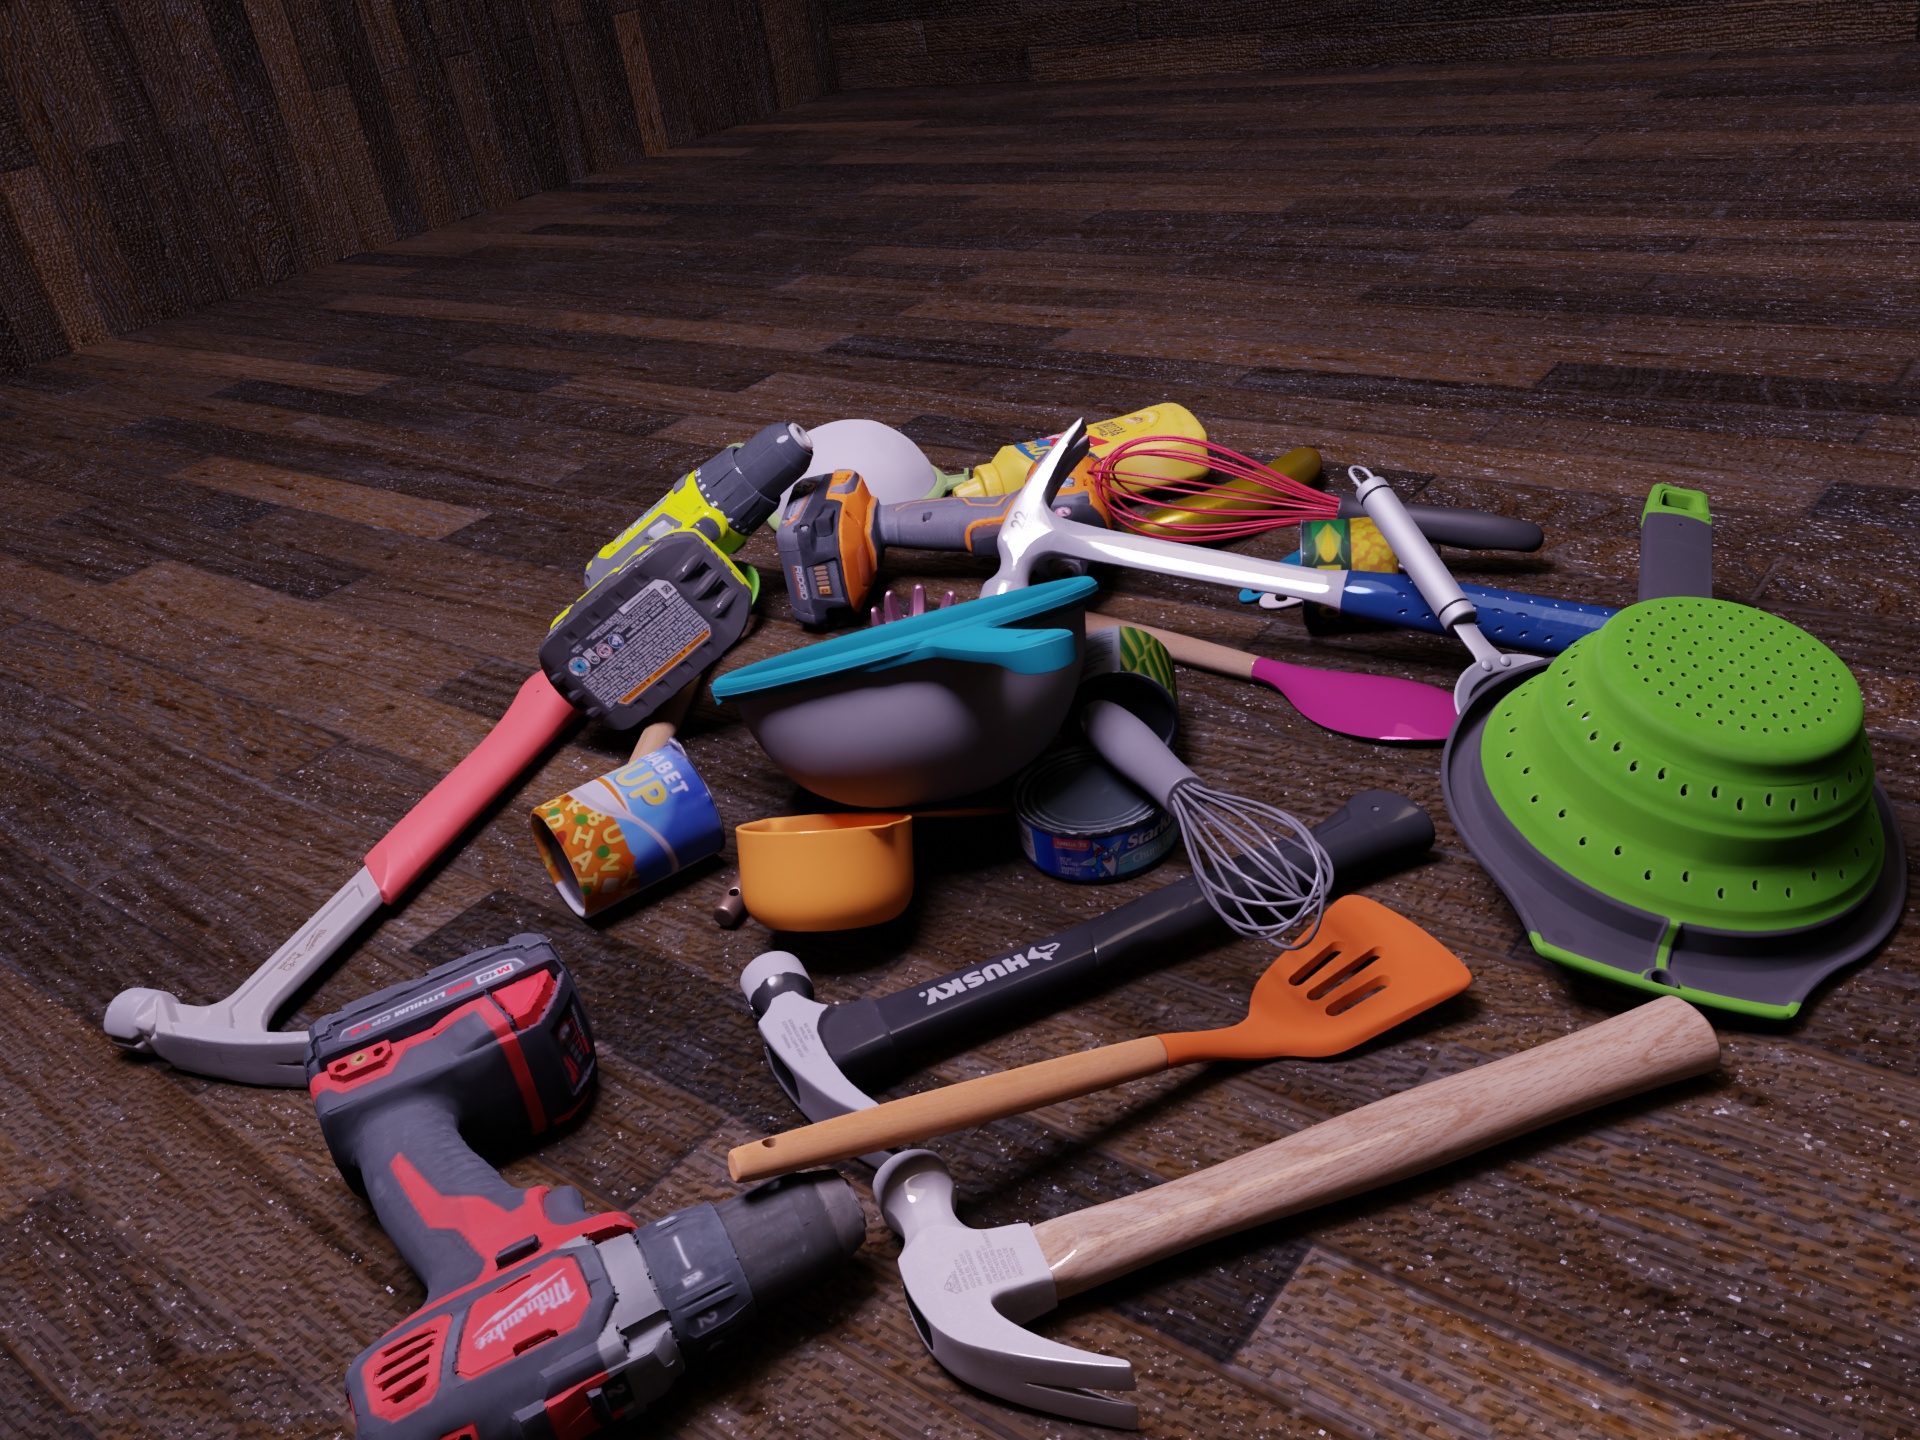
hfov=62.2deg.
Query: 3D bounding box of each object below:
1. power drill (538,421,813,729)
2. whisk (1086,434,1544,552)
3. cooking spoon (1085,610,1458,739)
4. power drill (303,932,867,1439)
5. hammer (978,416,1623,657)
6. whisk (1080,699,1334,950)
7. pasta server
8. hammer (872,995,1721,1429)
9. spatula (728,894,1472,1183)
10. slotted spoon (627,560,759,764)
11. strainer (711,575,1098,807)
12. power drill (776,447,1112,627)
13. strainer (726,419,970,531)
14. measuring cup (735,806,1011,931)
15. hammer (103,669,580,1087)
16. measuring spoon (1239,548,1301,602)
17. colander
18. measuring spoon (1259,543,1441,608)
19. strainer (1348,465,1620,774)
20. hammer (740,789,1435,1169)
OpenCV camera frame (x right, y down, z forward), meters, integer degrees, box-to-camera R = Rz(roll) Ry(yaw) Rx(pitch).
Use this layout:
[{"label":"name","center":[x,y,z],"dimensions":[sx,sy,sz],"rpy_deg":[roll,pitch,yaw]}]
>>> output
[{"label":"power drill","center":[-0.182,-0.106,1.054],"dimensions":[0.190,0.080,0.229],"rpy_deg":[-37,21,17]},{"label":"whisk","center":[0.227,-0.139,1.038],"dimensions":[0.296,0.073,0.073],"rpy_deg":[10,34,12]},{"label":"cooking spoon","center":[0.159,-0.037,0.969],"dimensions":[0.319,0.017,0.069],"rpy_deg":[18,38,39]},{"label":"power drill","center":[-0.159,0.181,0.636],"dimensions":[0.188,0.080,0.227],"rpy_deg":[-22,34,-19]},{"label":"hammer","center":[0.217,-0.084,0.937],"dimensions":[0.405,0.035,0.144],"rpy_deg":[13,72,19]},{"label":"whisk","center":[0.108,0.039,0.760],"dimensions":[0.055,0.055,0.239],"rpy_deg":[-17,25,-12]},{"label":"pasta server","center":[-0.070,0.012,0.937],"dimensions":[0.060,0.040,0.316],"rpy_deg":[12,36,15]},{"label":"hammer","center":[0.139,0.170,0.604],"dimensions":[0.331,0.031,0.130],"rpy_deg":[-16,30,-10]},{"label":"spatula","center":[0.061,0.133,0.646],"dimensions":[0.322,0.041,0.081],"rpy_deg":[-9,26,-26]},{"label":"slotted spoon","center":[-0.184,-0.017,1.033],"dimensions":[0.070,0.031,0.314],"rpy_deg":[-20,28,19]},{"label":"strainer","center":[-0.001,-0.003,0.787],"dimensions":[0.211,0.095,0.340],"rpy_deg":[-17,8,-14]},{"label":"power drill","center":[-0.007,-0.126,1.107],"dimensions":[0.226,0.084,0.164],"rpy_deg":[-6,30,7]},{"label":"strainer","center":[-0.124,-0.222,1.325],"dimensions":[0.151,0.069,0.257],"rpy_deg":[-30,37,-31]},{"label":"measuring cup","center":[-0.036,0.073,0.817],"dimensions":[0.173,0.052,0.095],"rpy_deg":[-3,1,-43]},{"label":"hammer","center":[-0.304,0.070,0.910],"dimensions":[0.149,0.036,0.359],"rpy_deg":[2,32,21]},{"label":"measuring spoon","center":[0.238,-0.105,1.072],"dimensions":[0.128,0.021,0.042],"rpy_deg":[-32,37,-18]},{"label":"colander","center":[0.355,-0.039,0.767],"dimensions":[0.204,0.094,0.397],"rpy_deg":[15,42,13]},{"label":"measuring spoon","center":[0.255,-0.092,1.043],"dimensions":[0.124,0.018,0.034],"rpy_deg":[-18,49,-2]},{"label":"strainer","center":[0.275,-0.050,0.863],"dimensions":[0.087,0.050,0.259],"rpy_deg":[-12,55,-16]},{"label":"hammer","center":[0.074,0.104,0.736],"dimensions":[0.334,0.035,0.146],"rpy_deg":[-19,30,-16]}]
